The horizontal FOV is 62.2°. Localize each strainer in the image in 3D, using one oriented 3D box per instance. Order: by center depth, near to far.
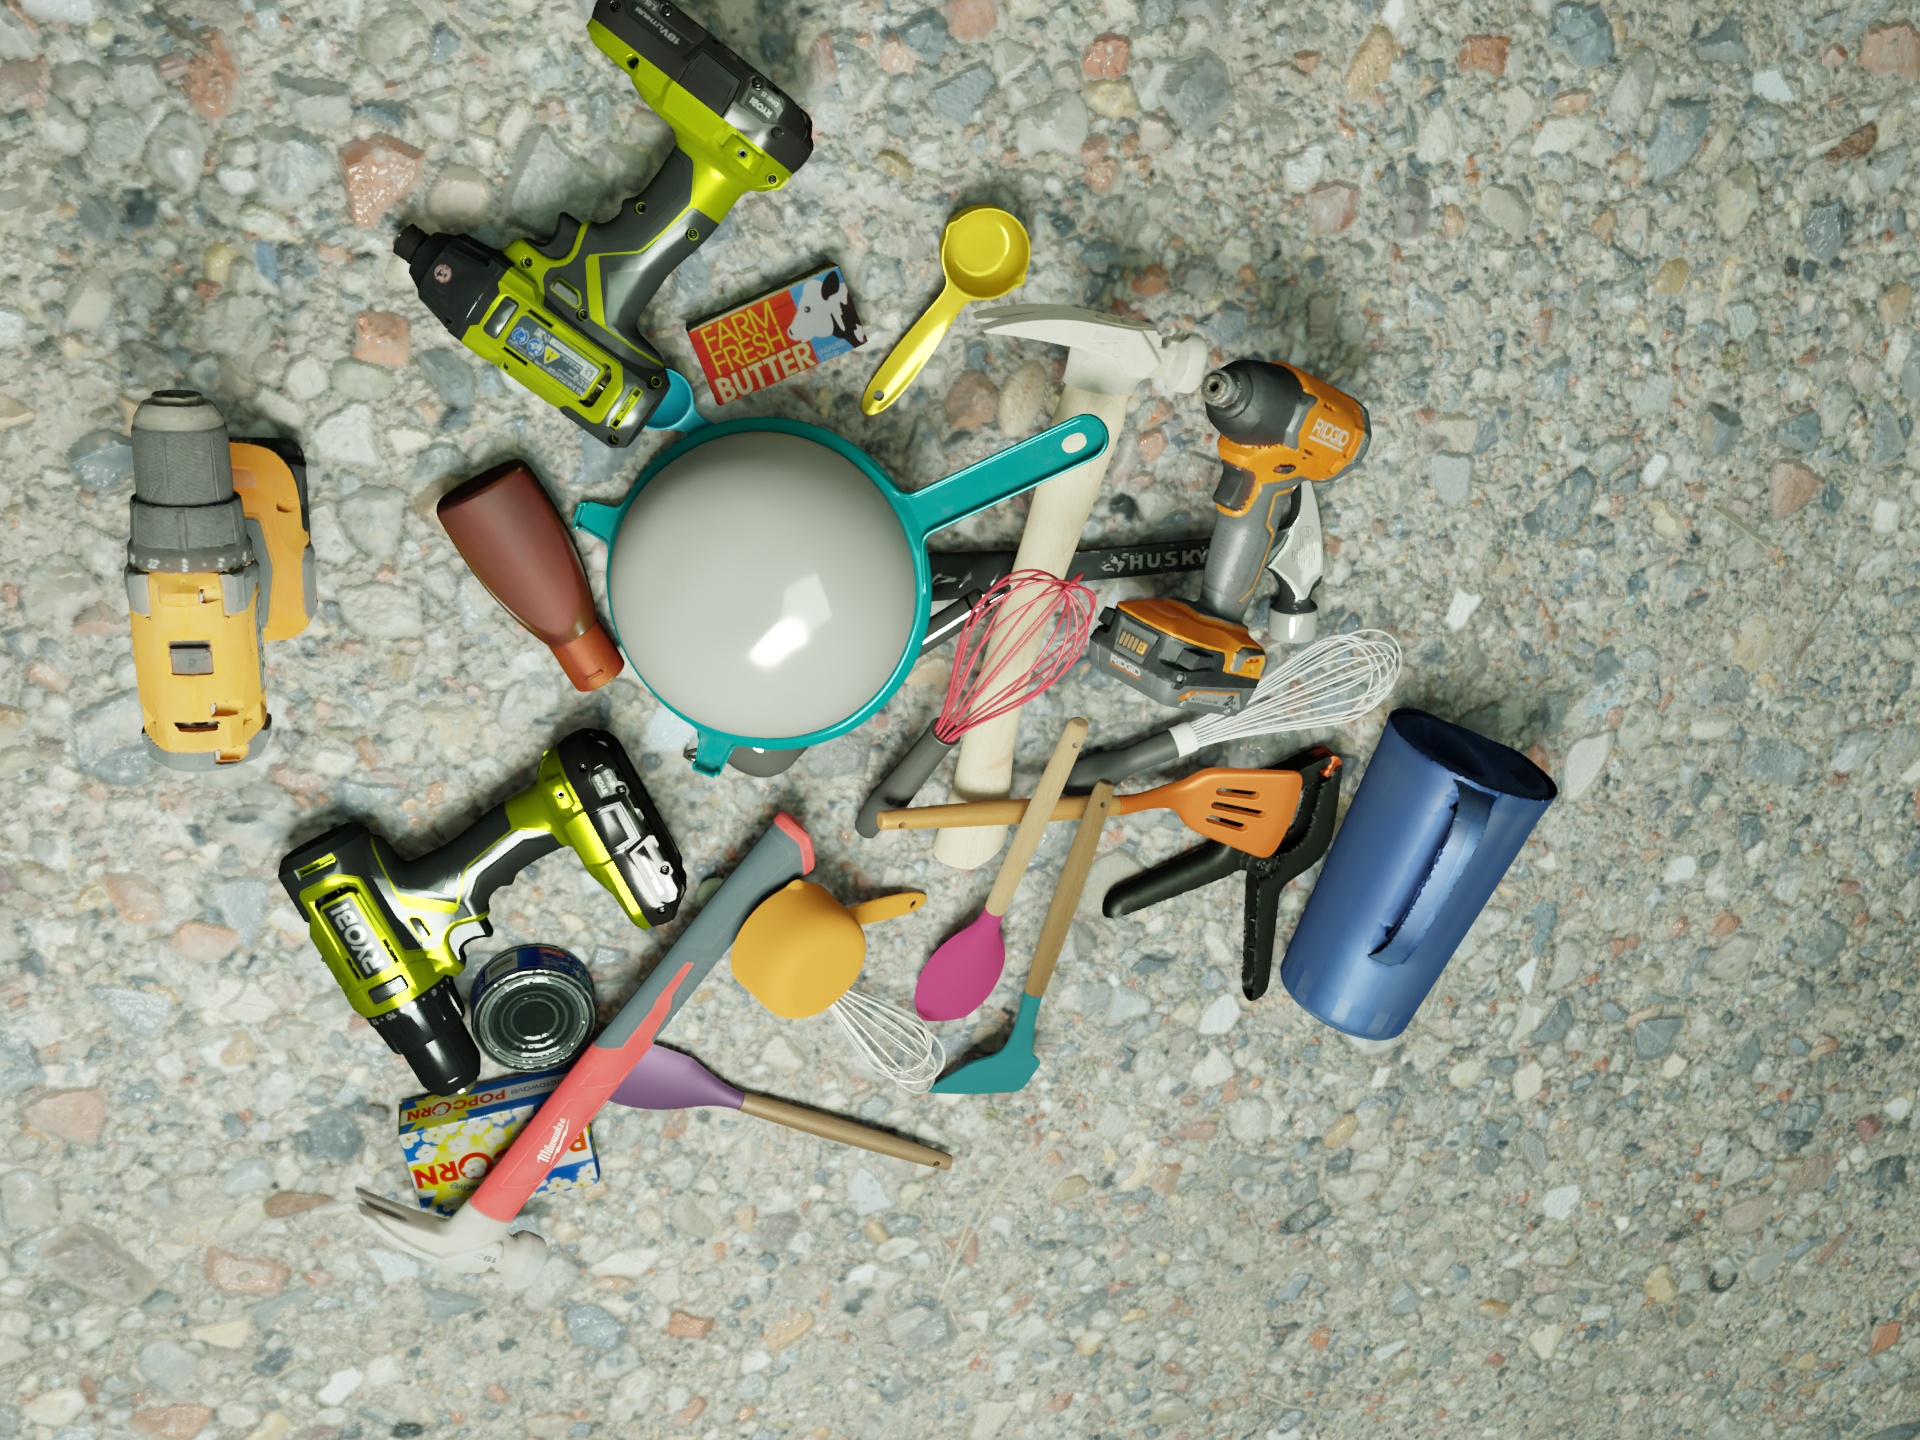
[{"bbox_3d":[-0.071,-0.101,0.950,0.340,0.095,0.211,-23,97,14],"label":"strainer"},{"bbox_3d":[-0.075,-0.021,1.045,0.258,0.050,0.086,-31,146,15],"label":"strainer"}]

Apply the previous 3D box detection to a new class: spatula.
[{"bbox_3d":[0.095,0.067,1.136,0.322,0.041,0.081,-2,125,-25],"label":"spatula"},{"bbox_3d":[0.056,0.173,1.176,0.082,0.044,0.317,5,119,-22],"label":"spatula"},{"bbox_3d":[-0.145,0.297,1.208,0.315,0.018,0.059,22,110,-22],"label":"spatula"}]

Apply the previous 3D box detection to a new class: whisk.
[{"bbox_3d":[-0.002,-0.003,1.044,0.073,0.073,0.295,17,138,-23],"label":"whisk"},{"bbox_3d":[-0.101,0.195,1.167,0.058,0.059,0.246,-33,116,29],"label":"whisk"},{"bbox_3d":[0.195,0.003,1.174,0.284,0.070,0.070,-22,116,-2],"label":"whisk"}]

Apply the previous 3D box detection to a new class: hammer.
[{"bbox_3d":[0.035,-0.073,1.061,0.146,0.038,0.410,6,121,-17],"label":"hammer"},{"bbox_3d":[-0.241,0.213,1.085,0.143,0.038,0.386,37,92,-34],"label":"hammer"},{"bbox_3d":[0.064,-0.110,1.097,0.409,0.036,0.149,-6,112,-14],"label":"hammer"}]

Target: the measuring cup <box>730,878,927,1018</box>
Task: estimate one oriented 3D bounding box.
[{"bbox_3d":[-0.076,0.155,1.116,0.173,0.052,0.095,-10,126,-41],"label":"measuring cup"}]

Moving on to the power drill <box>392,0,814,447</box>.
[{"bbox_3d":[-0.203,-0.293,0.910,0.171,0.080,0.223,36,101,-11],"label":"power drill"}]

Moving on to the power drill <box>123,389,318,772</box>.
[{"bbox_3d":[-0.399,-0.097,0.851,0.084,0.226,0.185,-2,112,-17],"label":"power drill"}]

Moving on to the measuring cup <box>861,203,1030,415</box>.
[{"bbox_3d":[-0.016,-0.262,1.021,0.062,0.029,0.156,31,112,-25],"label":"measuring cup"}]

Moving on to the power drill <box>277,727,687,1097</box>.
[{"bbox_3d":[-0.300,0.124,1.042,0.228,0.080,0.190,-27,102,-4],"label":"power drill"}]

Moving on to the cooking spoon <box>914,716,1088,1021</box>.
[{"bbox_3d":[0.032,0.117,1.131,0.068,0.017,0.318,0,133,-24],"label":"cooking spoon"}]

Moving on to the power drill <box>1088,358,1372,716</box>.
[{"bbox_3d":[0.170,-0.122,1.033,0.164,0.084,0.226,7,110,-51],"label":"power drill"}]

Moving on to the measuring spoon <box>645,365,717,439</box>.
[{"bbox_3d":[-0.159,-0.183,1.012,0.042,0.021,0.128,-44,127,17],"label":"measuring spoon"}]
